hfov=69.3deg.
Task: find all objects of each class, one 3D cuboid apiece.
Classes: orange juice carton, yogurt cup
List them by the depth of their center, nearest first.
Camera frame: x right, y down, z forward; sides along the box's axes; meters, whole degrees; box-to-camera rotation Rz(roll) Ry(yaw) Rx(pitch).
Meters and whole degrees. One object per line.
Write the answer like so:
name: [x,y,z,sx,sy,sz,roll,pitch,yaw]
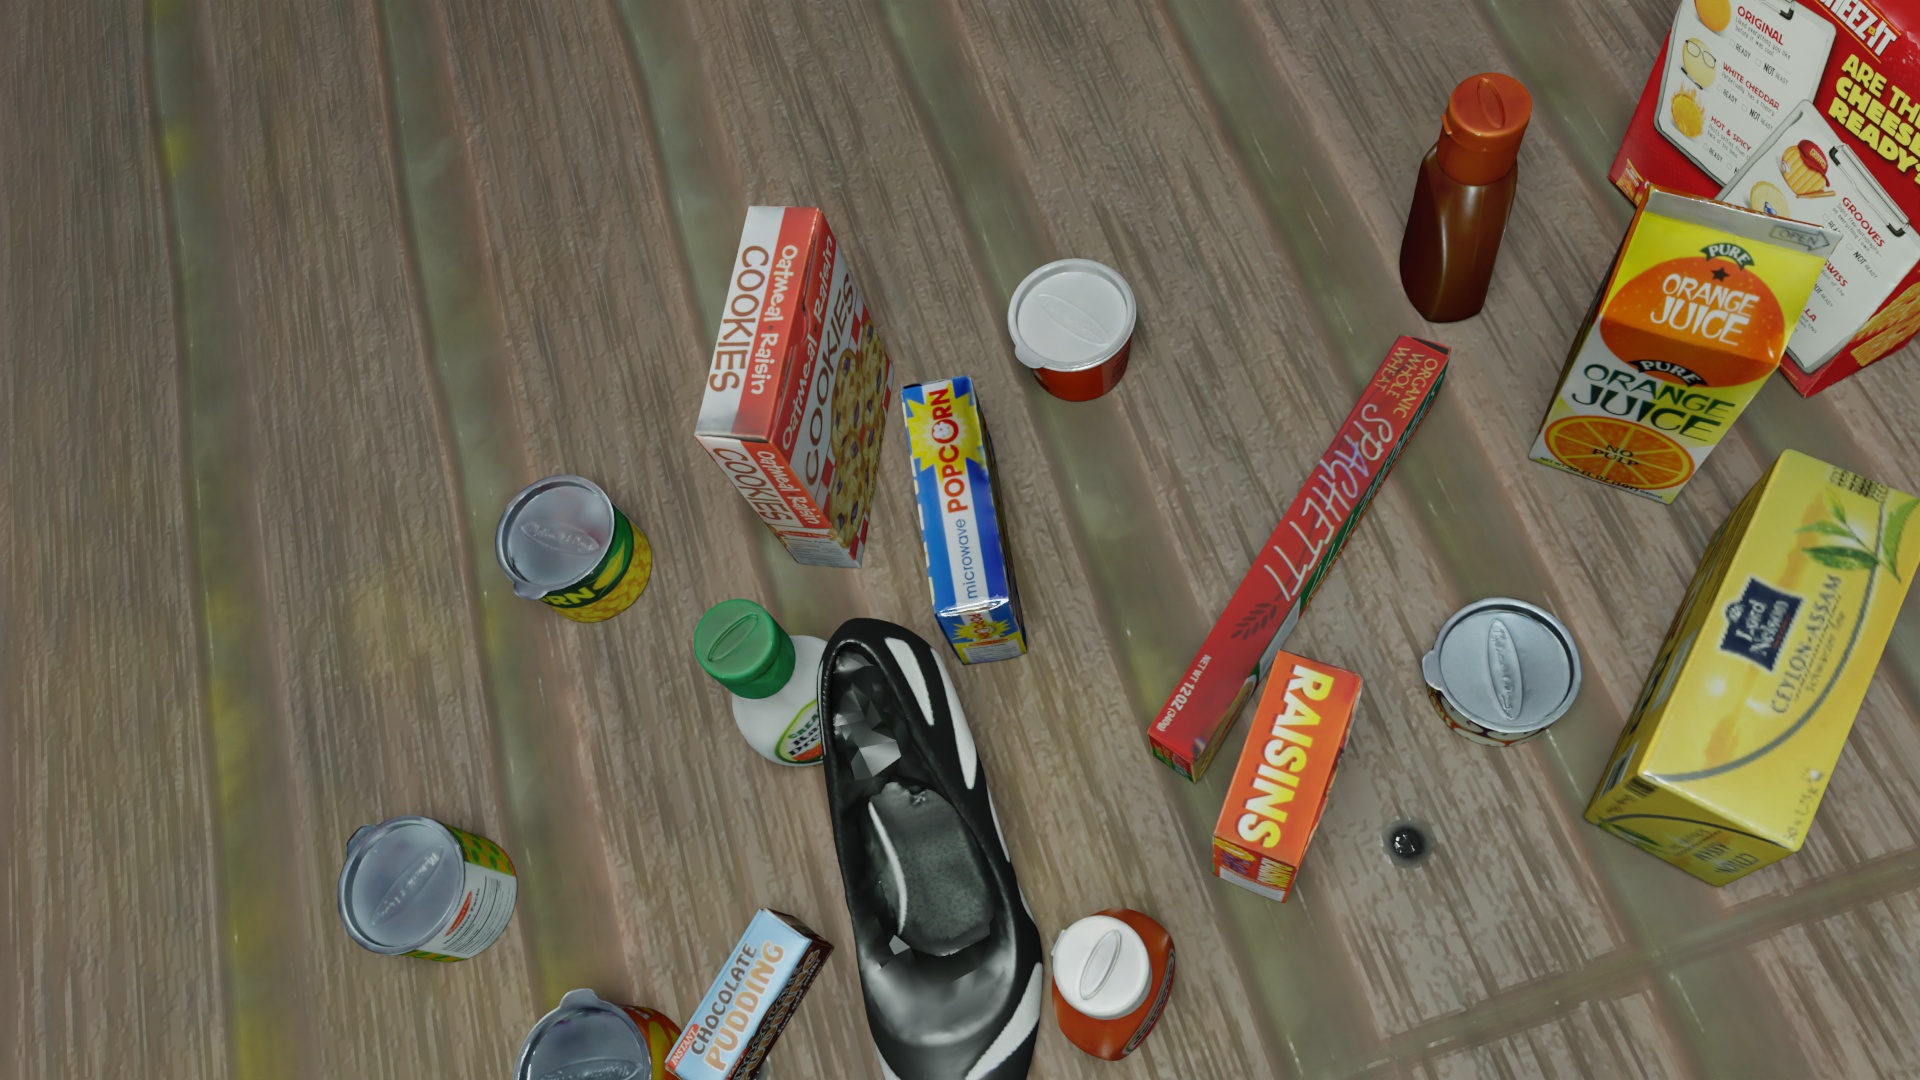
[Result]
orange juice carton: [0.322,-0.094,0.627,0.072,0.192,0.073,21,74,17]
yogurt cup: [0.063,-0.111,0.756,0.072,0.053,0.072,-4,68,9]

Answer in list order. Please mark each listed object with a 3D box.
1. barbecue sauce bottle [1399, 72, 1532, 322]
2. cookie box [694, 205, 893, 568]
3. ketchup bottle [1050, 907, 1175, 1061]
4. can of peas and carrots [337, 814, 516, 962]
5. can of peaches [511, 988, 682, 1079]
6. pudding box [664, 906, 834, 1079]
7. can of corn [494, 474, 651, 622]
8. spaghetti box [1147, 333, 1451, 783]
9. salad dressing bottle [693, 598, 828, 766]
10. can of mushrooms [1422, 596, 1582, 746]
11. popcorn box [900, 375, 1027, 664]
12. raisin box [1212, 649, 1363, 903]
barbecue sauce bottle: [0.251,-0.171,0.695,0.044,0.148,0.065,-9,67,7]
cookie box: [-0.076,-0.072,0.703,0.040,0.167,0.123,4,70,12]
ketchup bottle: [0.063,0.184,0.585,0.043,0.148,0.065,24,75,18]
can of peas and carrots: [-0.268,0.175,0.698,0.071,0.058,0.071,-4,68,9]
can of peaches: [-0.166,0.248,0.650,0.071,0.058,0.071,-4,68,9]
pudding box: [-0.099,0.218,0.655,0.030,0.049,0.084,28,76,19]
can of corn: [-0.210,0.008,0.754,0.071,0.058,0.071,-4,68,9]
spaghetti box: [0.170,0.006,0.692,0.029,0.050,0.250,30,76,20]
salad dressing bottle: [-0.086,0.068,0.659,0.064,0.147,0.044,-44,68,-8]
can of mushrooms: [0.255,0.063,0.662,0.071,0.033,0.071,-3,68,9]
popcorn box: [0.003,-0.009,0.709,0.038,0.085,0.127,-12,67,6]
raisin box: [0.143,0.108,0.615,0.040,0.123,0.086,19,73,17]
